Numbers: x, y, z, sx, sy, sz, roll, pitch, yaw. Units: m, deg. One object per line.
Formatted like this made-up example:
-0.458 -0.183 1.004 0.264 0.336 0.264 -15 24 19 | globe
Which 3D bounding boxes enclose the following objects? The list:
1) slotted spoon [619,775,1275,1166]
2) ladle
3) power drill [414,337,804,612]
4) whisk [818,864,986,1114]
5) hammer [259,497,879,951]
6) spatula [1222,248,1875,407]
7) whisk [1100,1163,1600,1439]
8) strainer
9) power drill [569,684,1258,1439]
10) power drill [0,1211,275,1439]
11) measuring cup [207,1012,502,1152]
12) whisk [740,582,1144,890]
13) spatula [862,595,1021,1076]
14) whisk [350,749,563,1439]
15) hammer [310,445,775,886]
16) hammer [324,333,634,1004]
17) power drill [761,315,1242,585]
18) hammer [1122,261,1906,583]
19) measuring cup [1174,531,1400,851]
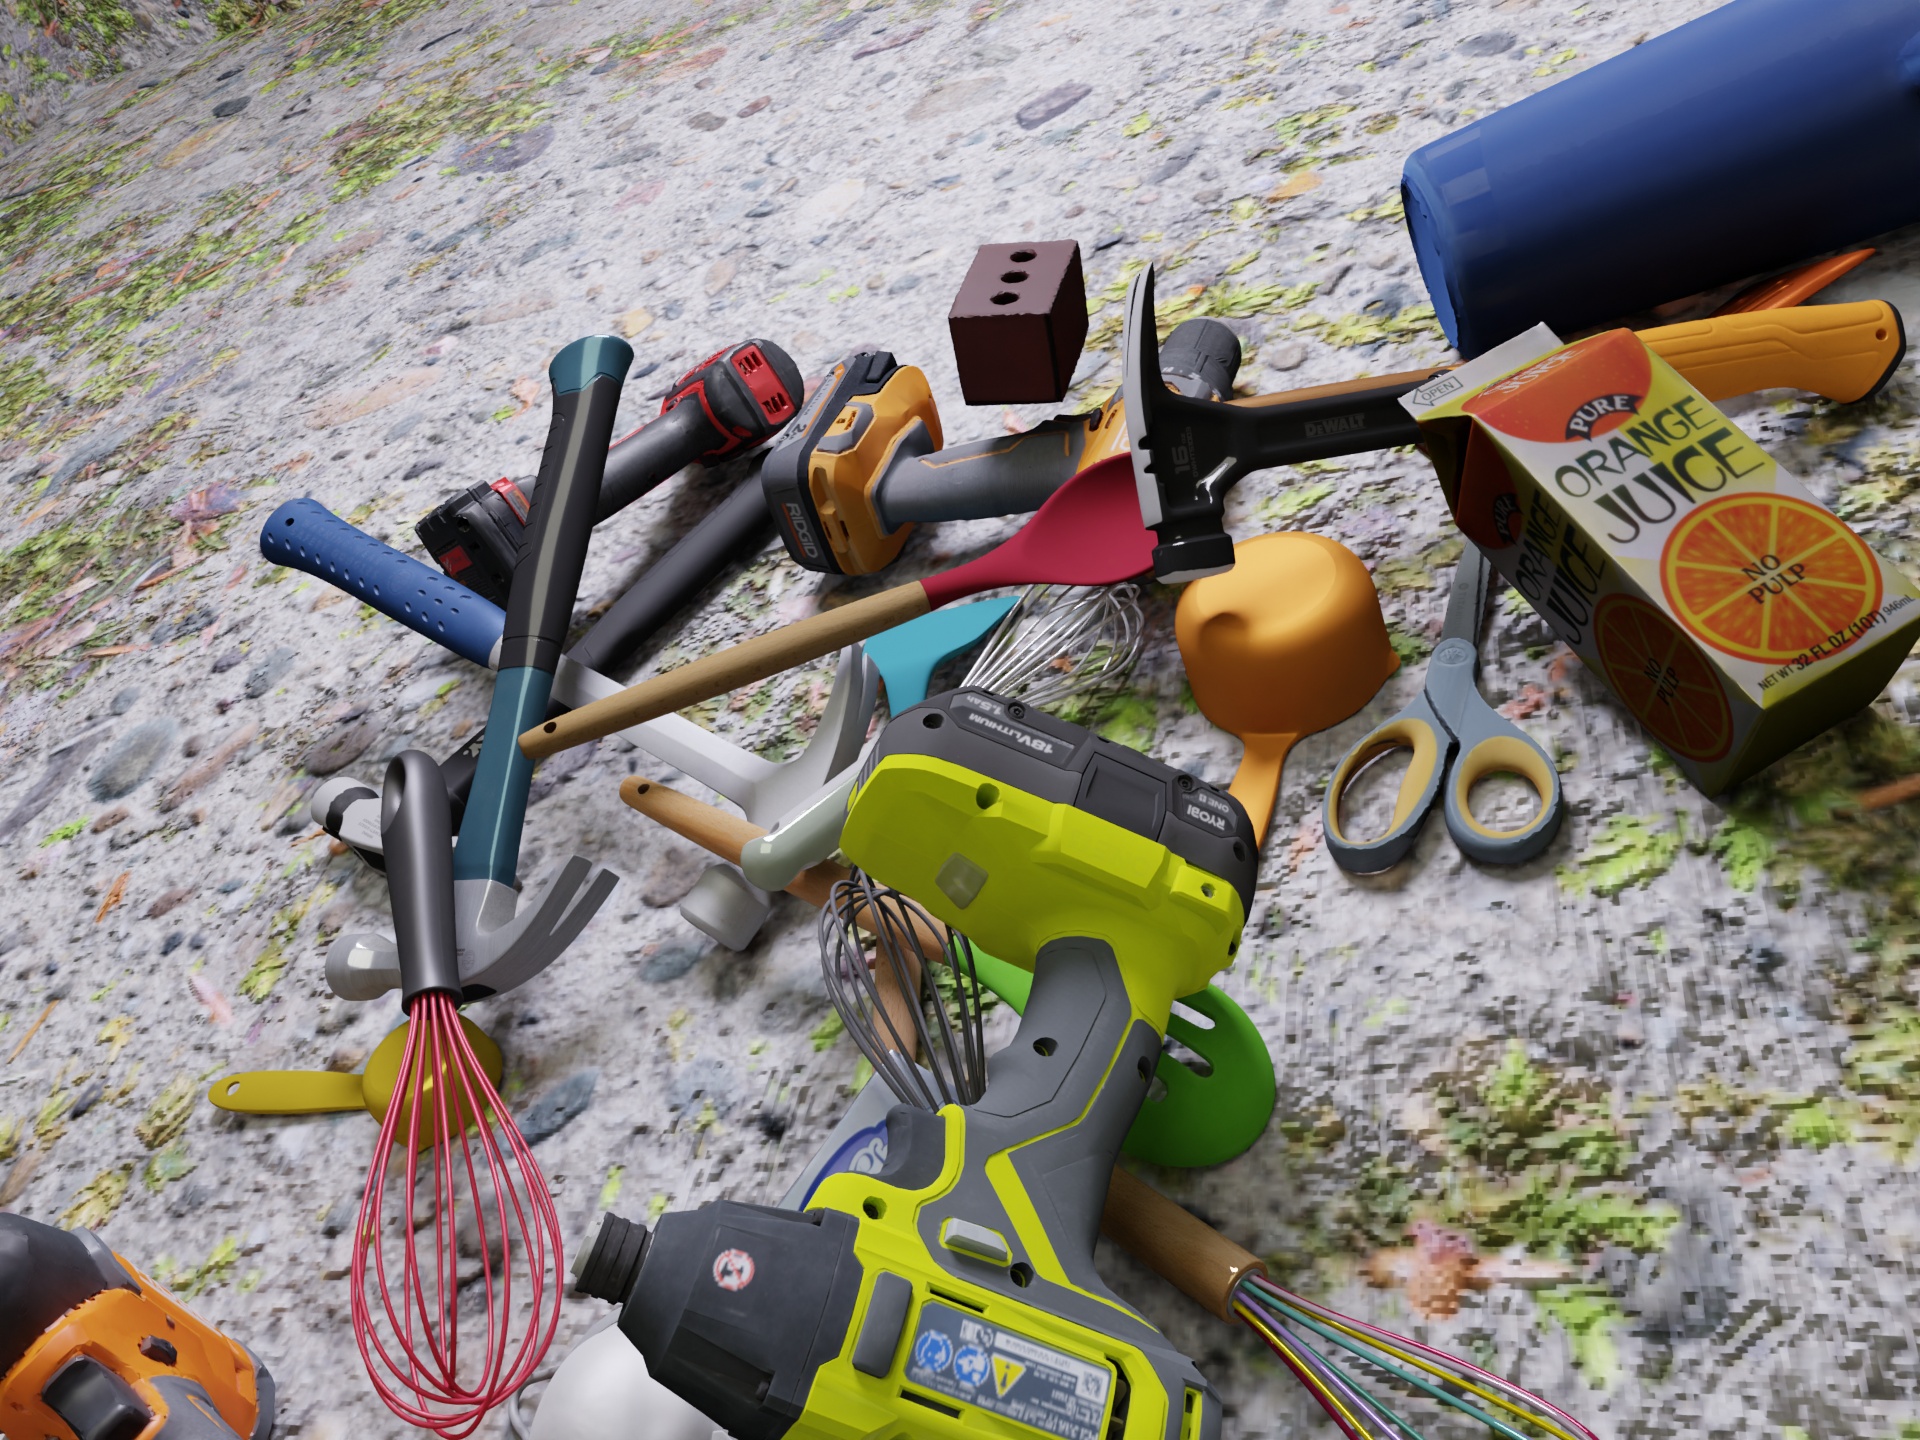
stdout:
-0.023 0.079 0.612 0.314 0.031 0.070 22 59 32 | slotted spoon
-0.039 -0.045 0.689 0.315 0.031 0.069 -21 52 -6 | ladle
-0.203 -0.145 0.941 0.220 0.078 0.143 -39 16 -22 | power drill
0.006 0.142 0.517 0.055 0.055 0.239 -26 57 0 | whisk
-0.214 -0.037 0.790 0.406 0.035 0.144 26 75 31 | hammer
0.243 -0.163 0.712 0.322 0.041 0.081 -10 6 -7 | spatula
0.098 0.180 0.466 0.047 0.051 0.245 -48 41 -17 | whisk
-0.052 0.235 0.488 0.258 0.050 0.087 3 63 27 | strainer
0.001 0.106 0.467 0.171 0.080 0.223 23 51 -6 | power drill
-0.246 0.236 0.493 0.227 0.164 0.084 20 57 39 | power drill
-0.274 0.156 0.697 0.156 0.029 0.062 -6 43 19 | measuring cup
-0.001 -0.002 0.673 0.246 0.059 0.058 -38 4 -36 | whisk
-0.018 0.047 0.689 0.082 0.044 0.318 -12 46 15 | spatula
-0.201 0.125 0.614 0.073 0.073 0.296 -23 52 3 | whisk
-0.190 -0.040 0.865 0.146 0.035 0.335 18 56 41 | hammer
-0.200 -0.033 0.737 0.128 0.033 0.331 -4 66 24 | hammer
0.032 -0.149 0.835 0.226 0.084 0.185 4 45 26 | power drill
0.233 -0.144 0.663 0.337 0.127 0.034 -10 2 -7 | hammer
0.122 -0.011 0.652 0.095 0.052 0.174 0 44 28 | measuring cup
